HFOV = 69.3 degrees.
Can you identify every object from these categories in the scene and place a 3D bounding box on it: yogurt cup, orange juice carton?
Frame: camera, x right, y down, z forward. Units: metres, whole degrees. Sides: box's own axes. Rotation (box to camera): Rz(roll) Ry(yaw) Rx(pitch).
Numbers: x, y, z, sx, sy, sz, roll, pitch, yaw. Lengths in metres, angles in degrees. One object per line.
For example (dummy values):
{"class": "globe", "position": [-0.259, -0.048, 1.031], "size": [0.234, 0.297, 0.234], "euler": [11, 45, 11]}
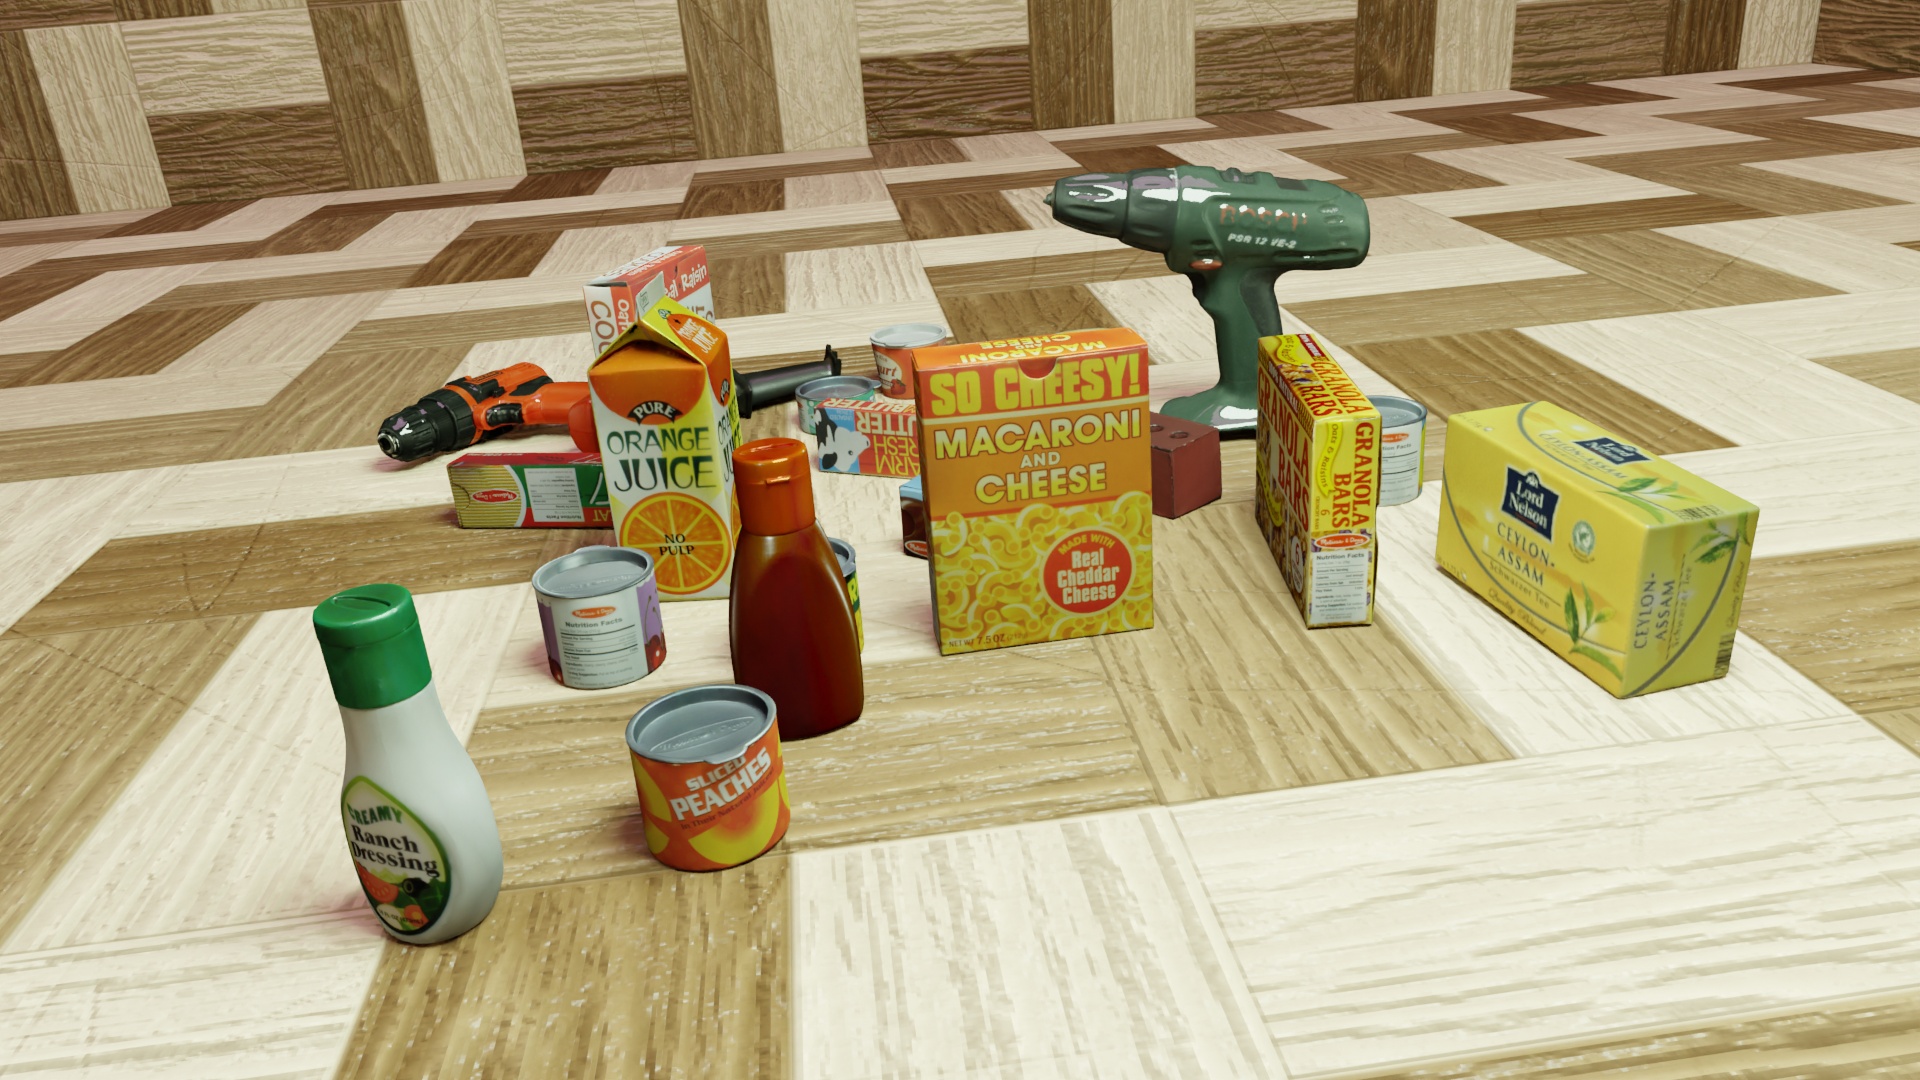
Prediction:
{"class": "yogurt cup", "position": [-0.044, -0.157, 1.219], "size": [0.072, 0.053, 0.073], "euler": [-4, 23, 2]}
{"class": "orange juice carton", "position": [-0.176, -0.063, 0.851], "size": [0.073, 0.191, 0.072], "euler": [-3, 23, 3]}

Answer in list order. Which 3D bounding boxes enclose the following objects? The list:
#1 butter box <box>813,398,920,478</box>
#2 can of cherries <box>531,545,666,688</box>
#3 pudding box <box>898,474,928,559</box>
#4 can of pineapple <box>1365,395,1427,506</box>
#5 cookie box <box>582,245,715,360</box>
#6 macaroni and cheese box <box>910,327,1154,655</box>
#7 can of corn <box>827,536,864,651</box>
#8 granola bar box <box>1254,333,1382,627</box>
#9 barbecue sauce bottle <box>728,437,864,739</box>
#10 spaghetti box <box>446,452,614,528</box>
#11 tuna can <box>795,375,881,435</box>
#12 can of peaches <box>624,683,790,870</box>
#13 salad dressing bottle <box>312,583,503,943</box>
{"class": "butter box", "position": [-0.057, -0.075, 1.033], "size": [0.103, 0.053, 0.024], "euler": [6, 25, 22]}
{"class": "can of cherries", "position": [-0.201, 0.042, 0.781], "size": [0.071, 0.058, 0.072], "euler": [-4, 23, 2]}
{"class": "pudding box", "position": [0.003, -0.011, 0.878], "size": [0.084, 0.049, 0.030], "euler": [11, 28, 32]}
{"class": "can of pineapple", "position": [0.279, -0.062, 0.938], "size": [0.071, 0.057, 0.071], "euler": [-4, 23, 2]}
{"class": "cookie box", "position": [-0.219, -0.124, 1.030], "size": [0.040, 0.166, 0.123], "euler": [2, 24, 15]}
{"class": "macaroni and cheese box", "position": [0.042, -0.026, 0.759], "size": [0.124, 0.165, 0.040], "euler": [-7, 23, -7]}
{"class": "can of corn", "position": [-0.086, 0.037, 0.772], "size": [0.071, 0.058, 0.071], "euler": [-4, 23, 2]}
{"class": "granola bar box", "position": [0.207, -0.040, 0.817], "size": [0.039, 0.123, 0.166], "euler": [-3, 23, 2]}
{"class": "barbecue sauce bottle", "position": [-0.086, 0.024, 0.688], "size": [0.065, 0.148, 0.044], "euler": [-10, 24, -14]}
{"class": "spaghetti box", "position": [-0.236, -0.035, 0.975], "size": [0.250, 0.050, 0.029], "euler": [0, 23, 10]}
{"class": "tuna can", "position": [-0.100, -0.112, 1.152], "size": [0.071, 0.032, 0.071], "euler": [-4, 23, 2]}
{"class": "can of peaches", "position": [-0.111, 0.106, 0.618], "size": [0.071, 0.057, 0.071], "euler": [-4, 23, 2]}
{"class": "salad dressing bottle", "position": [-0.224, 0.090, 0.560], "size": [0.064, 0.147, 0.044], "euler": [6, 25, 23]}
